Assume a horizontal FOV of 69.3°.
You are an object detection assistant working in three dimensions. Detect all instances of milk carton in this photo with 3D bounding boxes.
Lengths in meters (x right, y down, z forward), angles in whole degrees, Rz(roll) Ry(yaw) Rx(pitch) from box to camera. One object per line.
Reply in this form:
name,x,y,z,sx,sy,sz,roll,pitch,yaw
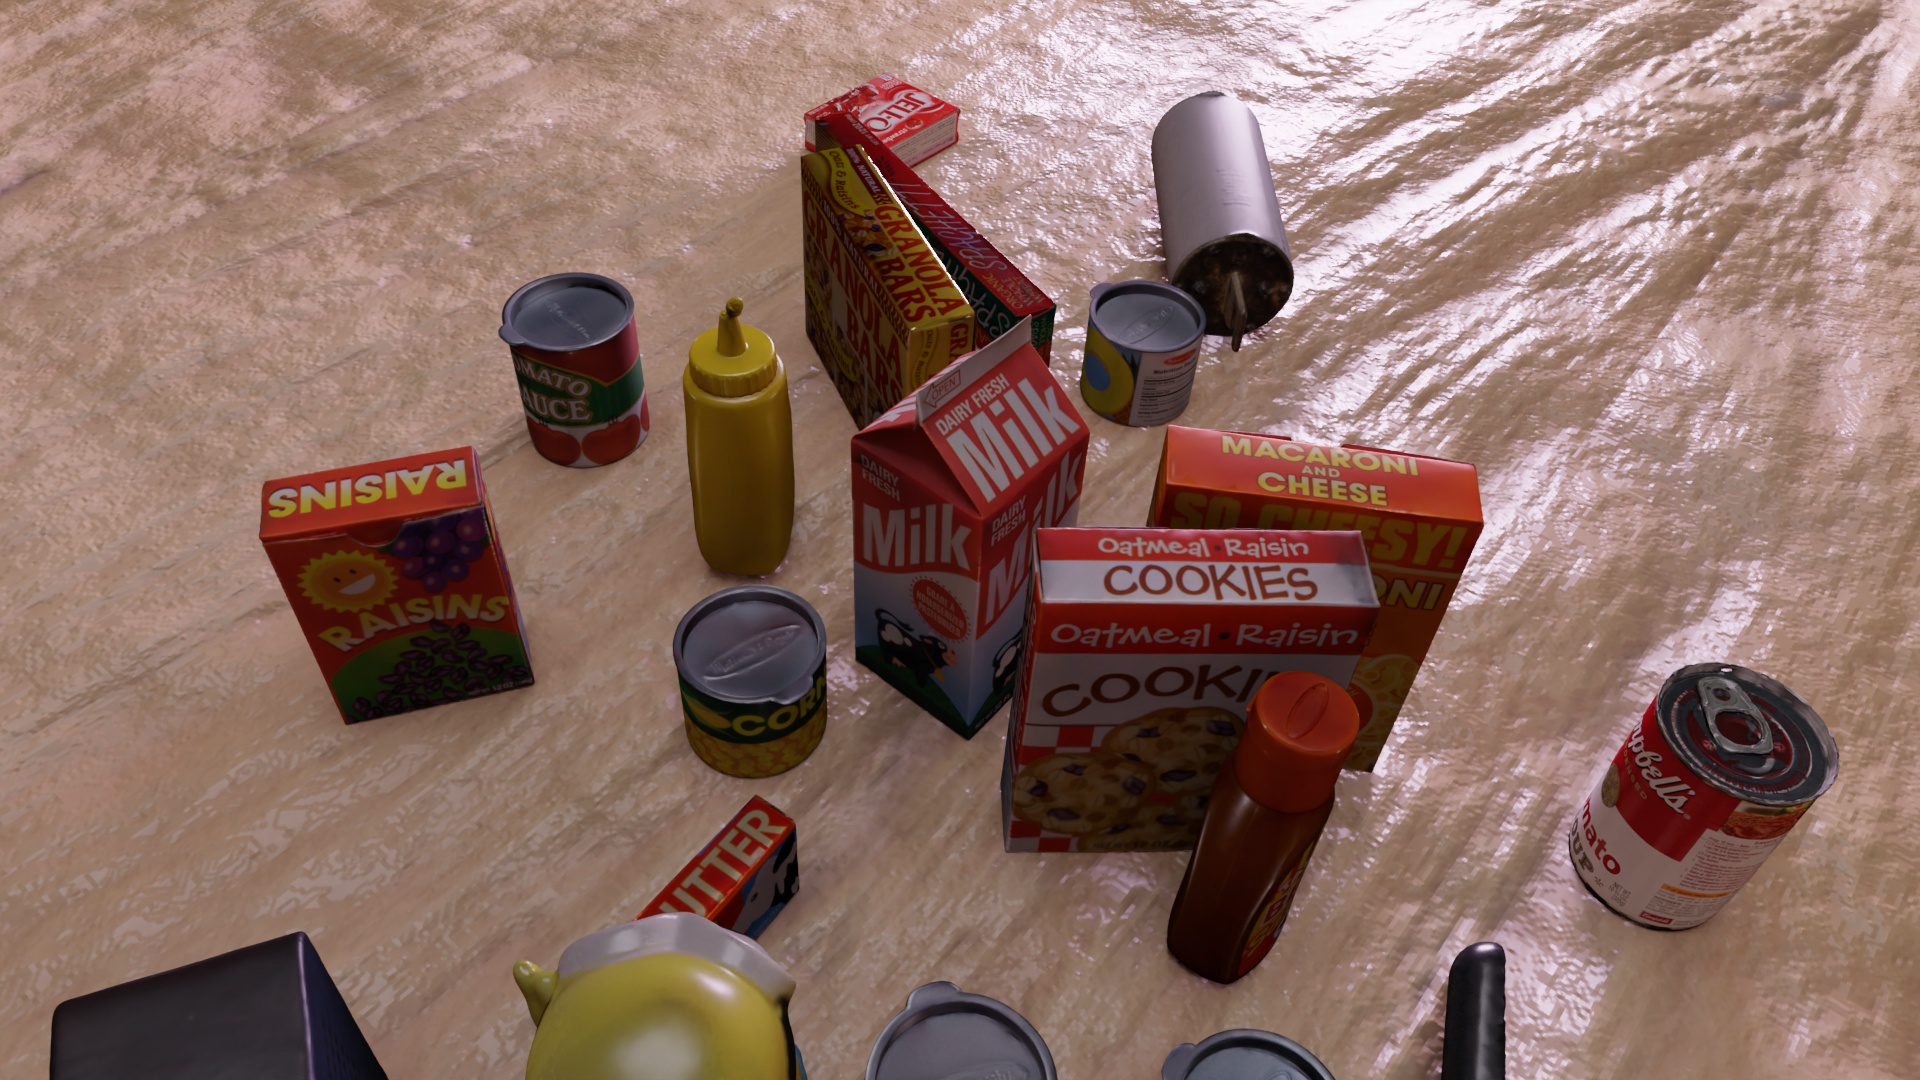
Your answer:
milk carton,0.002,-0.008,0.604,0.073,0.189,0.073,32,52,25

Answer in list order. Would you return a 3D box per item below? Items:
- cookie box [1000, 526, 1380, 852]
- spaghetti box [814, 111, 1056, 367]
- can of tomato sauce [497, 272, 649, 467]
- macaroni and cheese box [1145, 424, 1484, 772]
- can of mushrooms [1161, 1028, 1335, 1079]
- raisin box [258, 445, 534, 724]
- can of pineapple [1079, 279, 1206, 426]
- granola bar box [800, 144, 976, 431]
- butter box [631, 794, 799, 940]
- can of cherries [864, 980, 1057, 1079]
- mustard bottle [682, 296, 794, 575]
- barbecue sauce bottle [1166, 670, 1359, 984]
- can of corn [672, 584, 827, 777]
cookie box,0.084,0.064,0.557,0.123,0.166,0.040,0,46,-4
spaghetti box,-0.022,-0.190,0.875,0.029,0.049,0.251,-23,52,-24
can of tomato sauce,-0.205,-0.089,0.742,0.071,0.082,0.071,2,46,-2
macaroni and cheese box,0.135,0.029,0.595,0.124,0.165,0.040,7,46,3
can of mushrooms,0.104,0.215,0.506,0.071,0.033,0.071,2,46,-2
raisin box,-0.241,0.022,0.605,0.086,0.122,0.040,-11,48,-14
can of pineapple,0.103,-0.109,0.801,0.071,0.057,0.071,2,46,-2
granola bar box,-0.042,-0.117,0.753,0.039,0.123,0.166,-15,49,-18
butter box,-0.103,0.152,0.538,0.024,0.052,0.104,28,51,21
can of cherries,-0.001,0.202,0.493,0.071,0.058,0.072,2,46,-2
mustard bottle,-0.106,-0.053,0.662,0.049,0.159,0.066,3,46,-1
barbecue sauce bottle,0.115,0.109,0.530,0.044,0.147,0.065,28,51,22
can of corn,-0.091,0.065,0.619,0.071,0.058,0.071,2,46,-2
